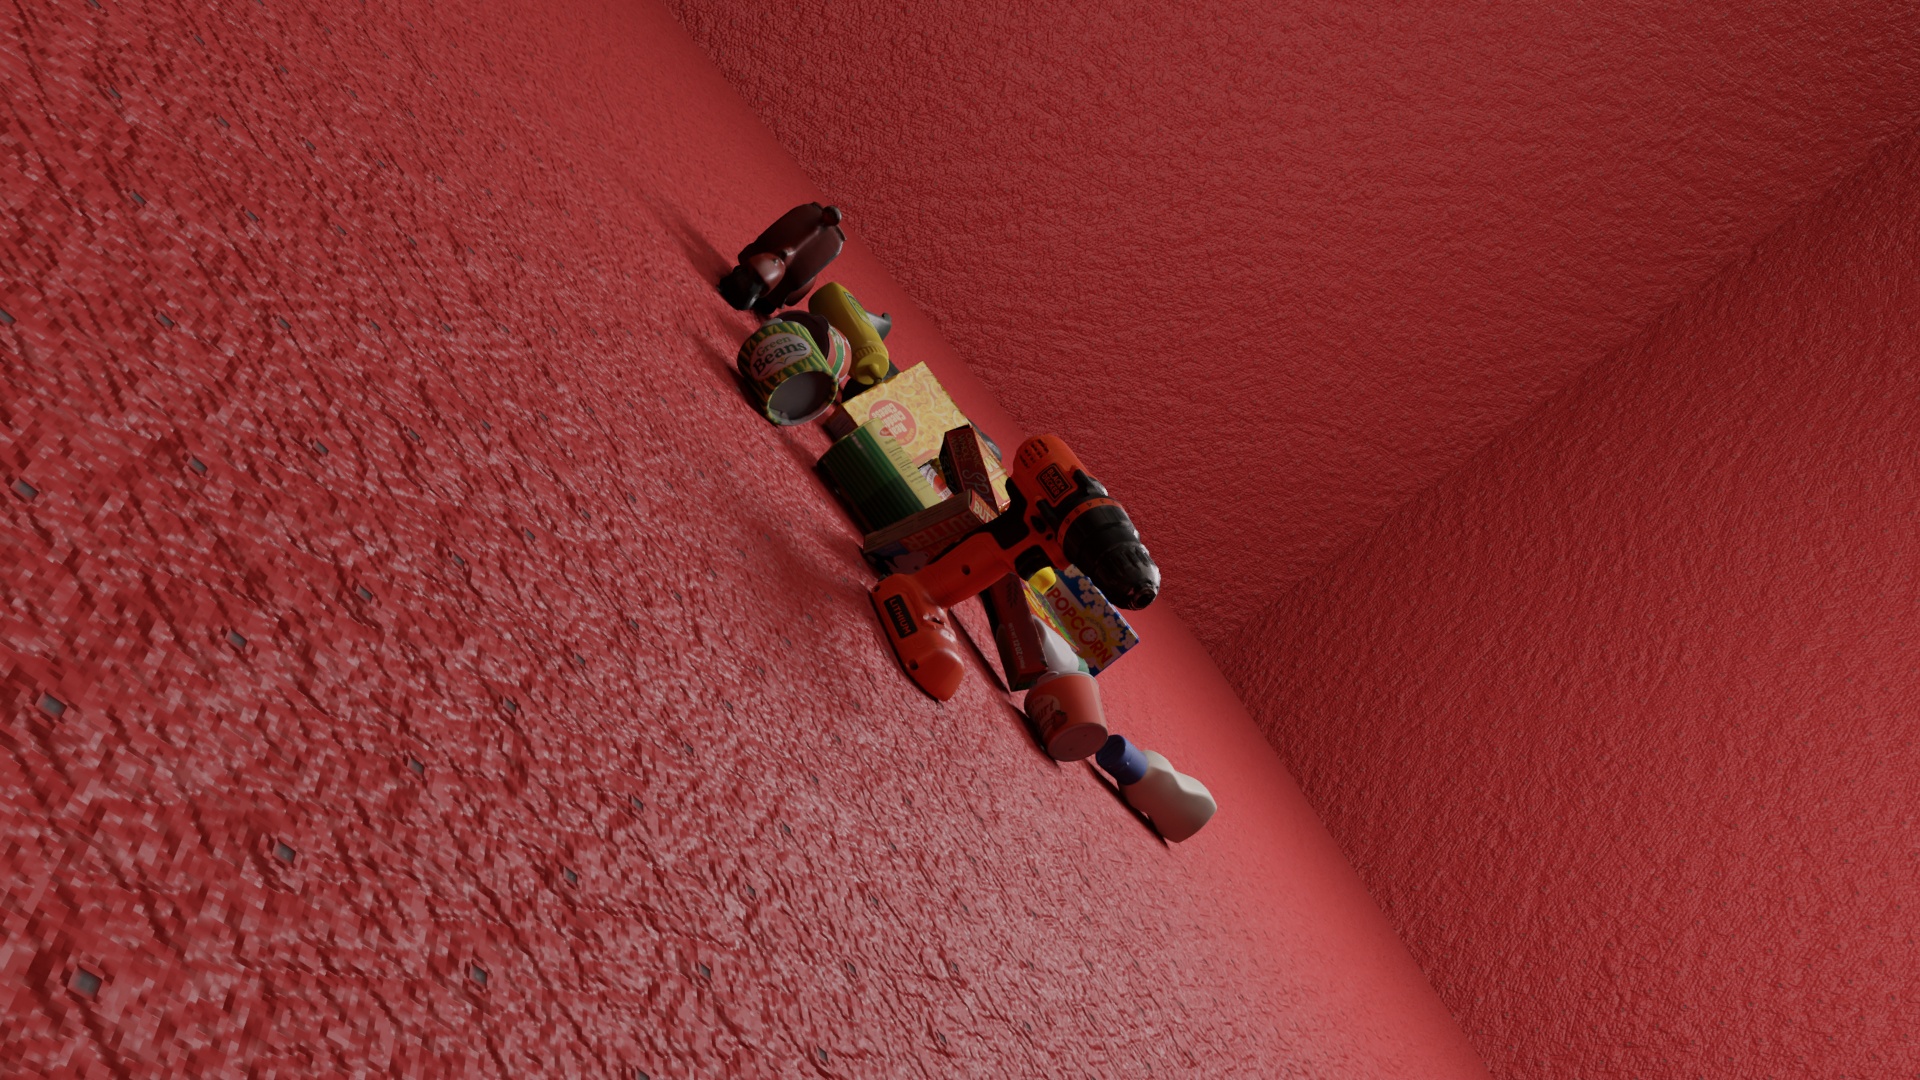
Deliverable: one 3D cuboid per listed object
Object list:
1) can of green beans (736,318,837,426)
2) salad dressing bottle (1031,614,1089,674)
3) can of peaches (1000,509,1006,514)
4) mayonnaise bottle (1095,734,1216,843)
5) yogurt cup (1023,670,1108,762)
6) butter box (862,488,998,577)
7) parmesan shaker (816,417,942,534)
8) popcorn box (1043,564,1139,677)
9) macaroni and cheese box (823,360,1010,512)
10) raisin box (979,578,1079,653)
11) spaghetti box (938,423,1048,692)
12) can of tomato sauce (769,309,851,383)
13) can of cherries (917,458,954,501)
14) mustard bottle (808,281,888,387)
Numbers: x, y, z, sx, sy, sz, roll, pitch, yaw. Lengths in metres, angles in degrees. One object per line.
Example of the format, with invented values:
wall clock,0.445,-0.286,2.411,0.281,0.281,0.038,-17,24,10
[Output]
can of green beans,-0.141,-0.136,1.134,0.058,0.071,0.071,57,10,31
salad dressing bottle,0.091,0.118,1.398,0.064,0.044,0.147,57,9,30
can of peaches,0.031,-0.004,1.467,0.071,0.071,0.058,57,3,33
mayonnaise bottle,0.187,0.238,1.350,0.148,0.064,0.041,42,9,-34
yogurt cup,0.093,0.153,1.194,0.072,0.072,0.054,44,19,-44
butter box,-0.020,0.000,1.089,0.053,0.103,0.024,47,30,-38
parmesan shaker,-0.064,-0.042,1.159,0.103,0.071,0.071,53,8,3
popcorn box,0.134,0.091,1.594,0.126,0.085,0.038,51,7,-5
macaroni and cheese box,-0.034,-0.079,1.339,0.124,0.040,0.166,-35,85,-42
raisin box,0.068,0.077,1.459,0.123,0.040,0.086,39,16,-54
spaghetti box,0.027,0.013,1.254,0.050,0.029,0.251,107,-31,-62
can of tomato sauce,-0.141,-0.176,1.290,0.071,0.071,0.083,53,8,6
can of cherries,-0.035,-0.029,1.237,0.058,0.071,0.071,52,8,-5
mustard bottle,-0.107,-0.202,1.419,0.065,0.049,0.161,42,13,-47
